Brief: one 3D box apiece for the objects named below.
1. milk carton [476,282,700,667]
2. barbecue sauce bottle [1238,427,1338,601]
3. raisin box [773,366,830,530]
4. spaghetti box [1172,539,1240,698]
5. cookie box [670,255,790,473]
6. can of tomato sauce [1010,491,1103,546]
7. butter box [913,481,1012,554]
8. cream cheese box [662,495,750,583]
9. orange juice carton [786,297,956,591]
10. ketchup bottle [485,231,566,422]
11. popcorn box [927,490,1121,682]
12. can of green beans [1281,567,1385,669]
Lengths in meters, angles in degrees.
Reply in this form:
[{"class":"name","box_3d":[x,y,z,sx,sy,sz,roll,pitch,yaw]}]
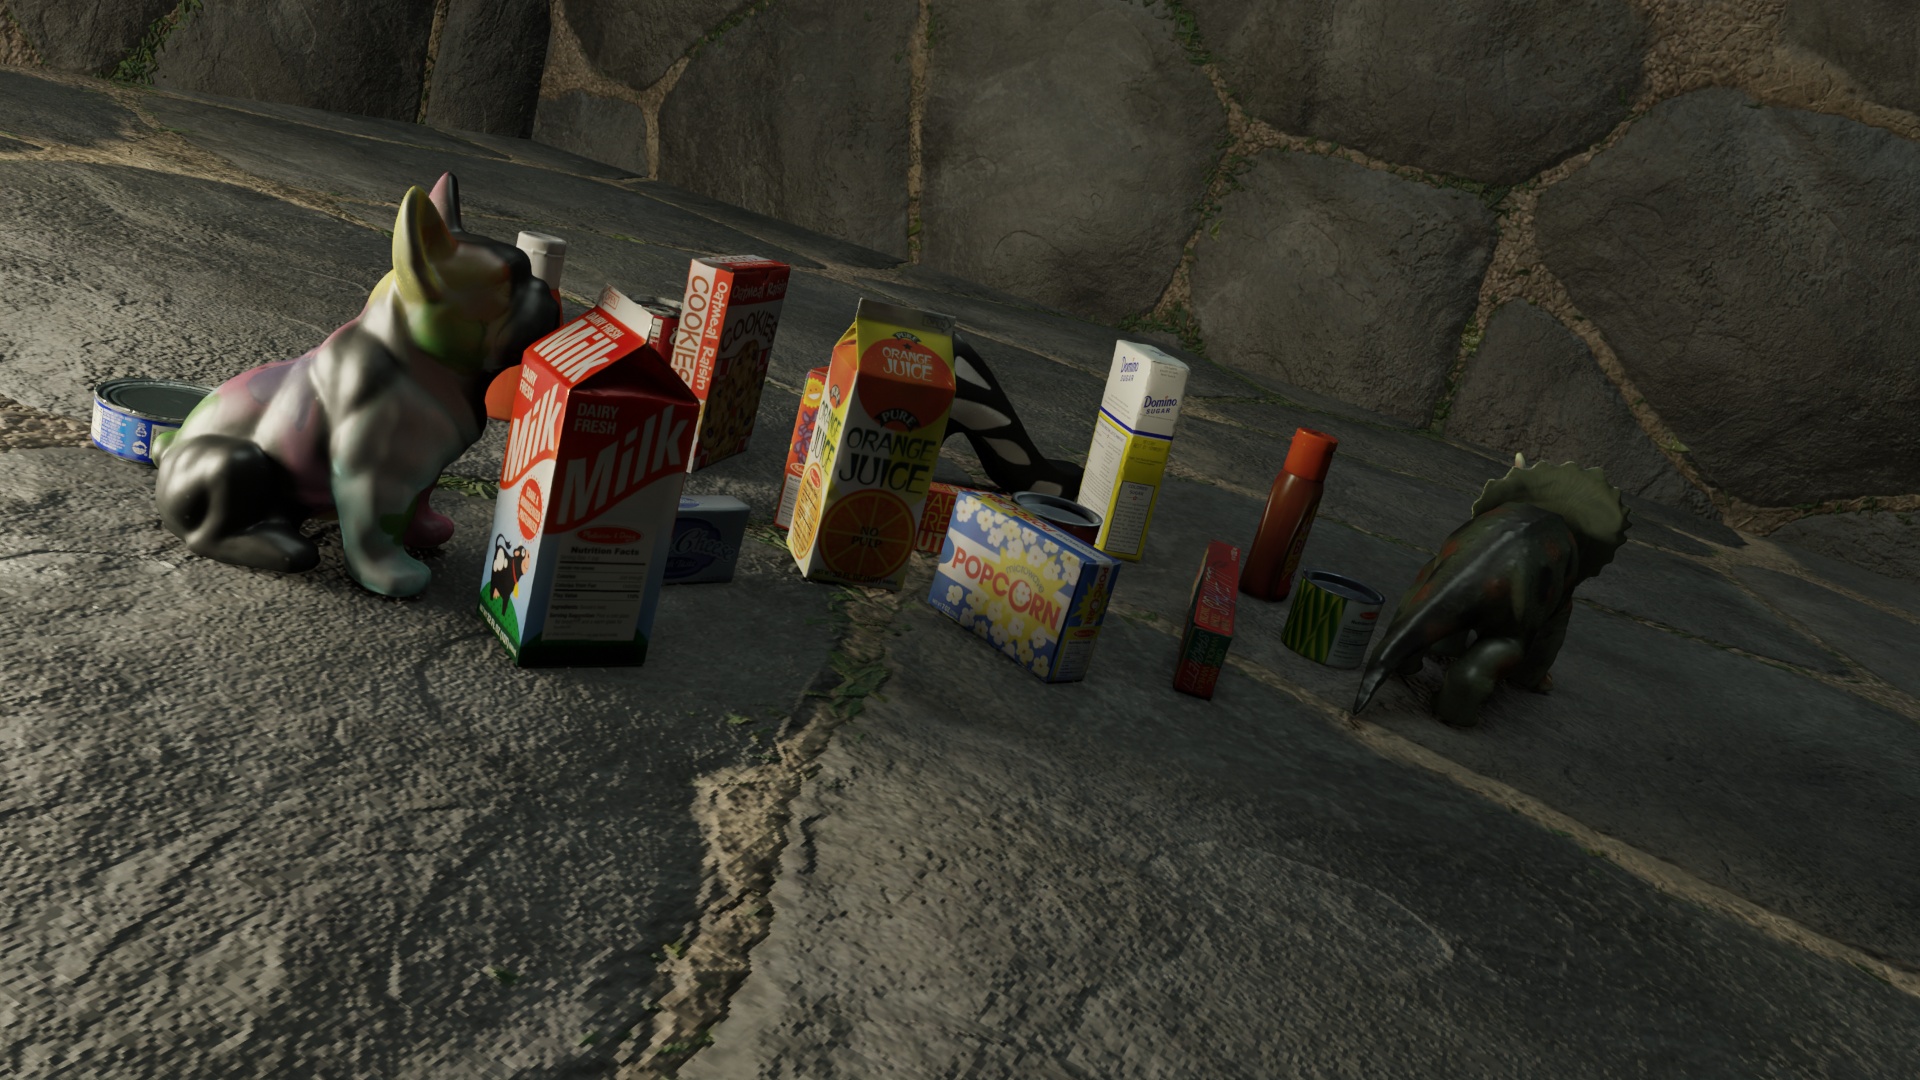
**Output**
[{"class":"milk carton","box_3d":[-0.193,-0.035,0.727,0.073,0.190,0.072,3,20,-38]},{"class":"barbecue sauce bottle","box_3d":[0.286,-0.023,1.209,0.044,0.148,0.065,22,17,21]},{"class":"raisin box","box_3d":[-0.094,-0.070,1.055,0.040,0.123,0.086,21,17,17]},{"class":"spaghetti box","box_3d":[0.187,0.053,1.040,0.029,0.050,0.251,18,16,8]},{"class":"cookie box","box_3d":[-0.195,-0.149,1.143,0.040,0.167,0.123,18,16,9]},{"class":"can of tomato sauce","box_3d":[0.057,0.015,0.985,0.071,0.082,0.071,15,16,-4]},{"class":"butter box","box_3d":[0.004,-0.014,1.085,0.103,0.053,0.024,10,17,-18]},{"class":"cream cheese box","box_3d":[-0.183,0.000,0.867,0.104,0.053,0.024,-1,23,-45]},{"class":"orange juice carton","box_3d":[-0.059,-0.068,0.958,0.072,0.192,0.073,9,17,-22]},{"class":"ketchup bottle","box_3d":[-0.344,-0.168,1.102,0.065,0.148,0.043,11,16,-16]},{"class":"popcorn box","box_3d":[0.040,0.029,0.922,0.038,0.085,0.127,0,22,-43]},{"class":"can of green beans","box_3d":[0.293,0.062,1.096,0.071,0.057,0.071,15,16,-4]}]
